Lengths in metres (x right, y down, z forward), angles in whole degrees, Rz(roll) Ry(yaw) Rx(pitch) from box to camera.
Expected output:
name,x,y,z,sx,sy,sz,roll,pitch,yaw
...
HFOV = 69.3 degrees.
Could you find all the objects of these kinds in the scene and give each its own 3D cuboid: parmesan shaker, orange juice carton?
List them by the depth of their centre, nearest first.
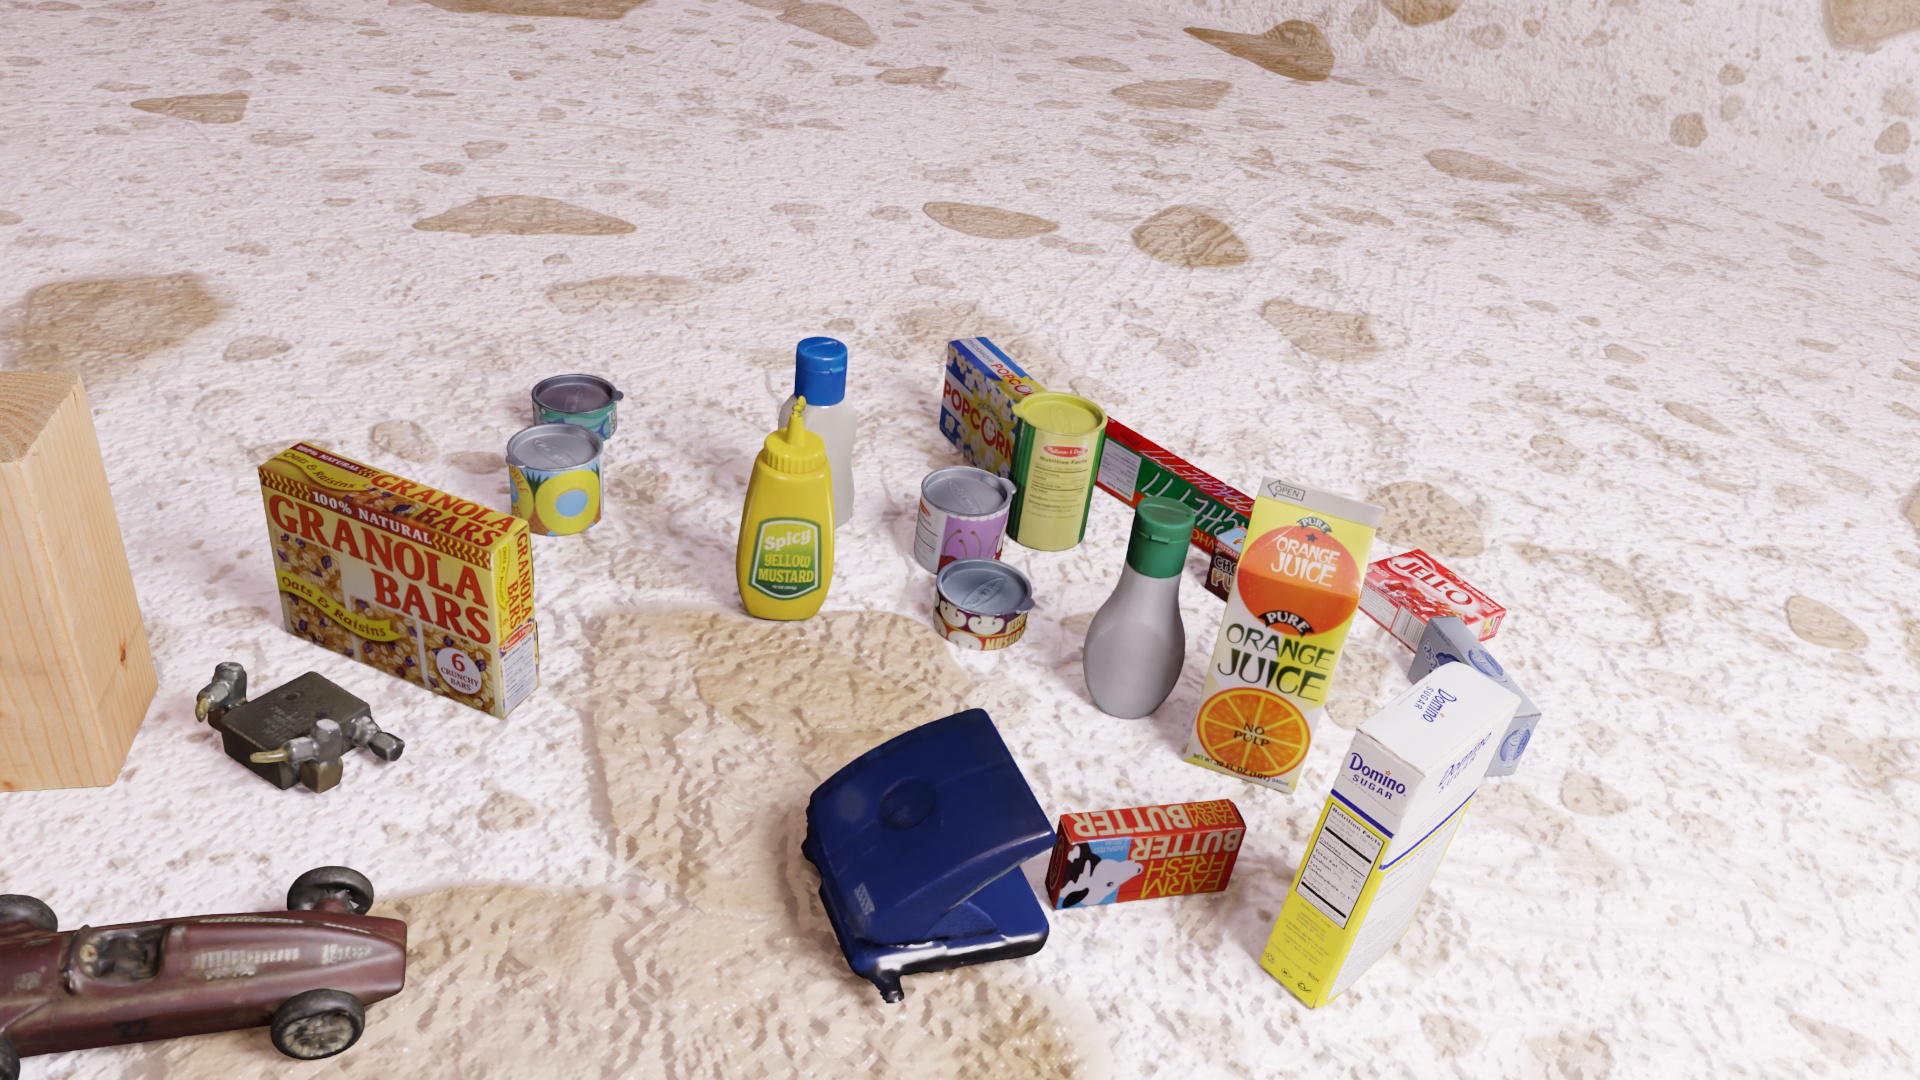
name,x,y,z,sx,sy,sz,roll,pitch,yaw
orange juice carton,0.194,0.051,0.835,0.072,0.191,0.073,16,34,12
parmesan shaker,0.067,-0.052,1.045,0.071,0.102,0.072,6,33,-4

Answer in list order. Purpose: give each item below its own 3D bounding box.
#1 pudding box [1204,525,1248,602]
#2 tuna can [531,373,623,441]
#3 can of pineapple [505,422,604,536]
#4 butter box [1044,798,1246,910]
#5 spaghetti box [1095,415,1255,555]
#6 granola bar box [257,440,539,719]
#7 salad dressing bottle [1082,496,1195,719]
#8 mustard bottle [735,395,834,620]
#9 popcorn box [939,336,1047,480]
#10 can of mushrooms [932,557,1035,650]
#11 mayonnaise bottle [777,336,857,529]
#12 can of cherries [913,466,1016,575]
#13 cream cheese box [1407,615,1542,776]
name,x,y,z,sx,sy,sz,roll,pitch,yaw
pudding box,0.220,0.031,1.001,0.030,0.049,0.084,-20,43,-36
tuna can,-0.304,-0.104,1.107,0.071,0.032,0.071,6,33,-4
can of pineapple,-0.291,-0.044,0.996,0.071,0.057,0.071,6,33,-4
butter box,0.101,0.171,0.759,0.104,0.052,0.024,-2,34,-15
spaghetti box,0.167,-0.037,1.093,0.029,0.050,0.250,-22,44,-38
granola bar box,-0.331,0.023,0.826,0.166,0.123,0.039,18,34,15
salad dressing bottle,0.115,0.043,0.871,0.064,0.146,0.044,13,33,8
mustard bottle,-0.113,-0.022,0.908,0.065,0.159,0.049,1,34,-10
popcorn box,0.030,-0.100,1.127,0.038,0.084,0.127,-11,38,-27
can of mushrooms,0.016,0.044,0.951,0.071,0.033,0.071,6,33,-4
mayonnaise bottle,-0.104,-0.073,1.000,0.065,0.147,0.041,-20,42,-36
can of cherries,0.004,-0.013,1.012,0.071,0.058,0.072,6,33,-4
cream cheese box,0.337,0.101,0.916,0.024,0.053,0.104,-2,34,-15
